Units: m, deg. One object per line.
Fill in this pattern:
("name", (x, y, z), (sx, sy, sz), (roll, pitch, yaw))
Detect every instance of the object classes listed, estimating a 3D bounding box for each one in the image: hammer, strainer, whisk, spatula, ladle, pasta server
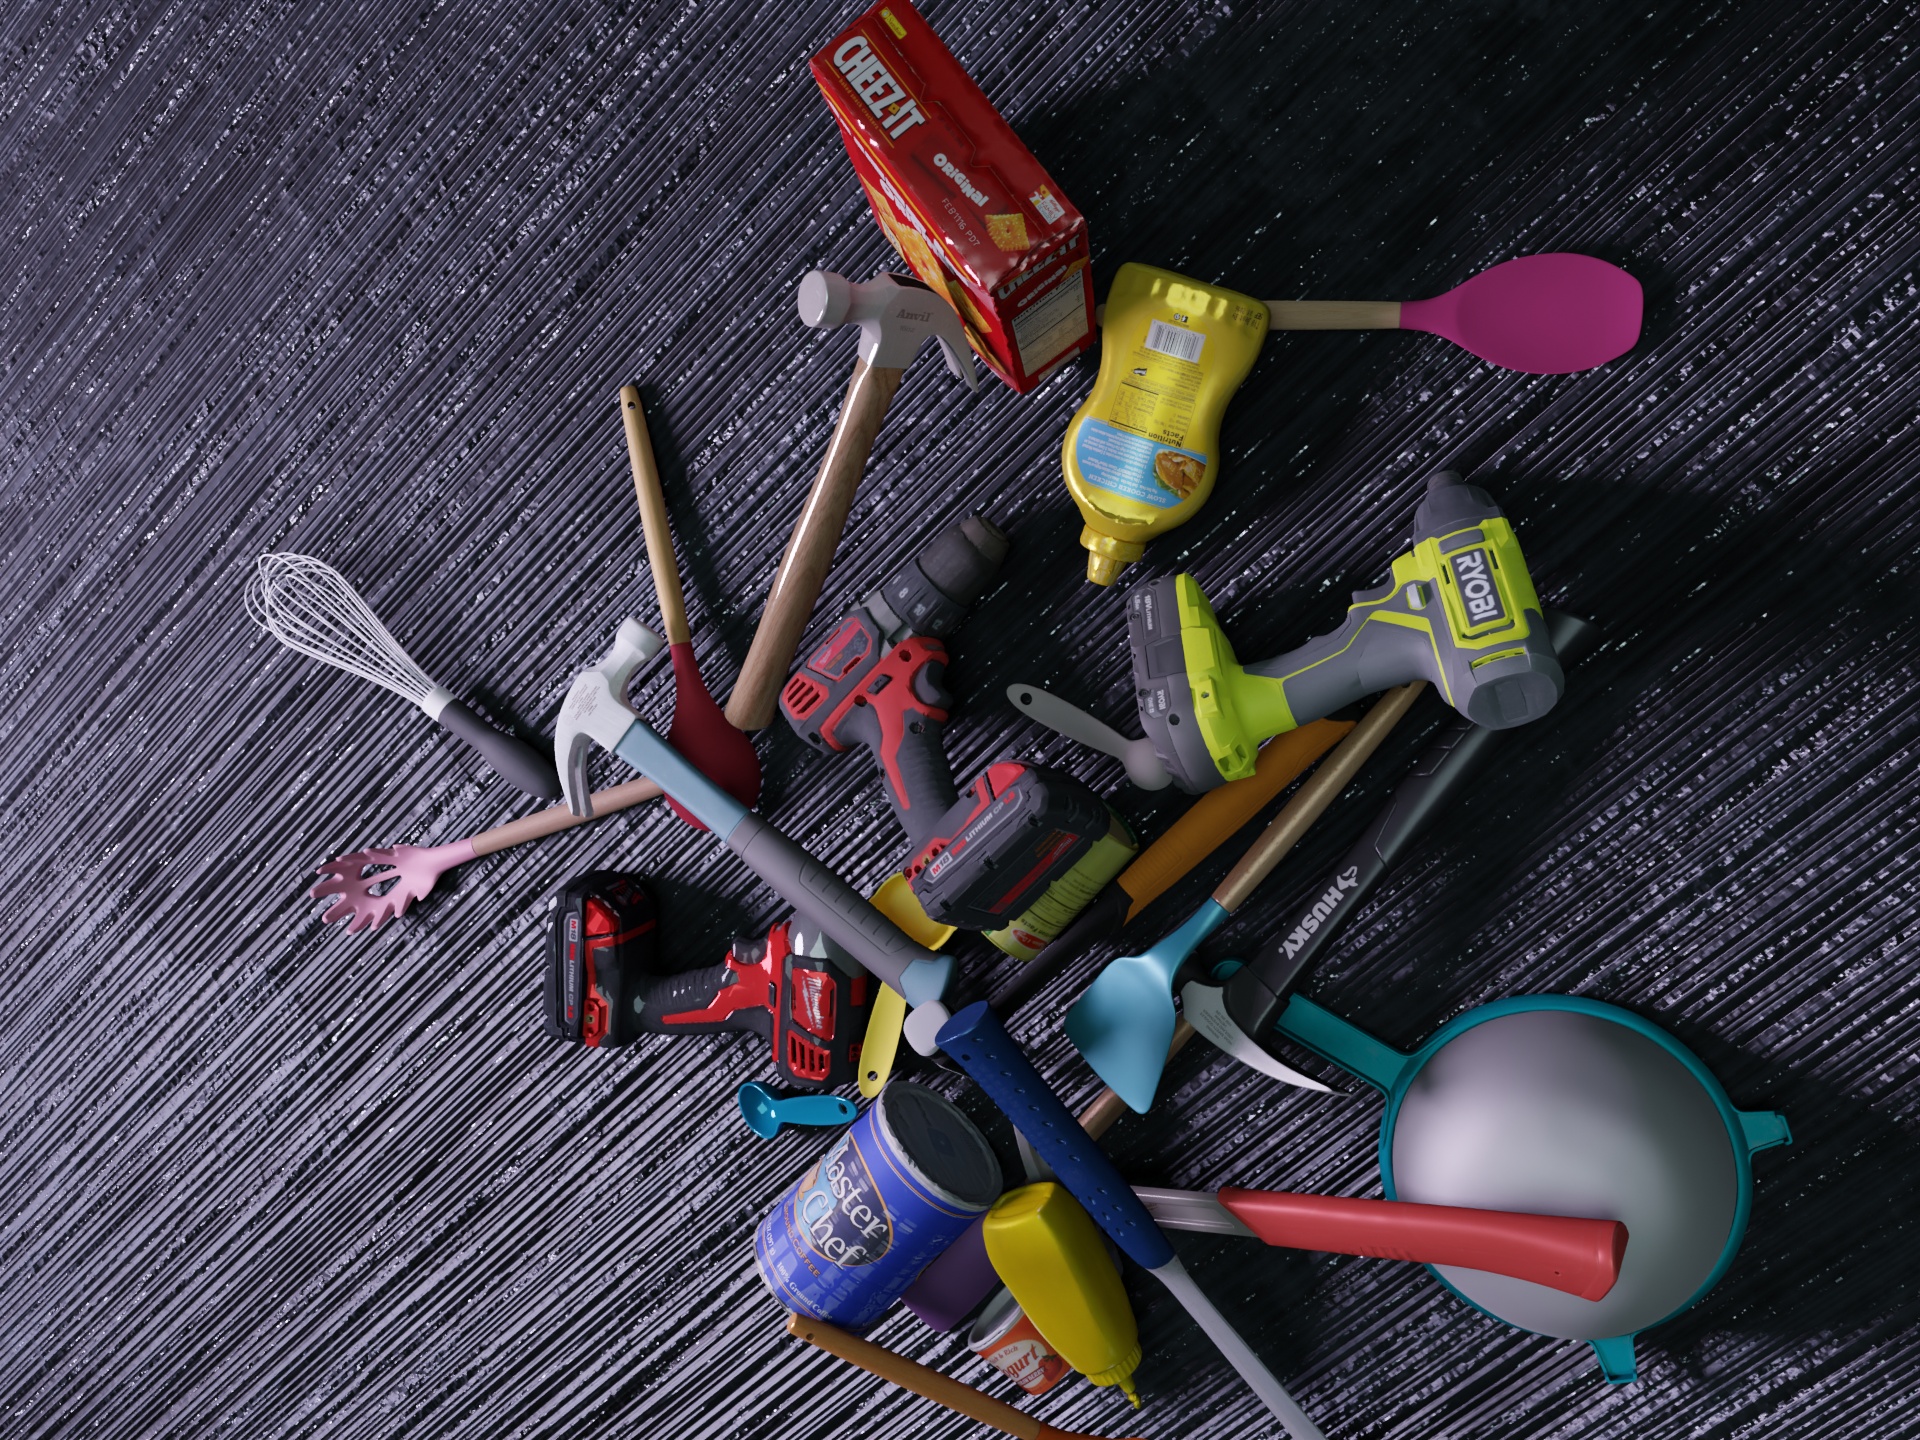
("hammer", (-0.085, -0.126, 1.003), (0.031, 0.130, 0.331), (52, 132, 35))
("strainer", (0.294, 0.242, 0.939), (0.340, 0.095, 0.211), (29, 103, 15))
("hammer", (0.130, 0.328, 0.952), (0.144, 0.035, 0.405), (-31, 102, 43))
("whisk", (-0.404, -0.030, 1.160), (0.284, 0.070, 0.070), (36, 104, 6))
("spatula", (0.178, 0.094, 0.963), (0.317, 0.044, 0.082), (-50, 52, 5))
("spatula", (0.063, 0.292, 1.058), (0.060, 0.018, 0.316), (41, 106, 5))
("hammer", (-0.133, 0.078, 1.042), (0.331, 0.033, 0.128), (38, 92, 13))
("hammer", (0.199, 0.286, 0.934), (0.359, 0.037, 0.149), (-7, 111, 36))
("spatula", (0.030, 0.461, 1.038), (0.322, 0.041, 0.081), (29, 104, -13))
("ladle", (-0.197, -0.078, 1.100), (0.069, 0.031, 0.315), (-12, 88, -10))
("hammer", (0.117, 0.103, 0.992), (0.337, 0.127, 0.034), (-43, 57, 6))
("hammer", (0.261, 0.071, 0.948), (0.335, 0.035, 0.146), (-52, 54, 9))
("pasta server", (-0.331, 0.086, 1.153), (0.316, 0.040, 0.060), (-18, 101, 17))

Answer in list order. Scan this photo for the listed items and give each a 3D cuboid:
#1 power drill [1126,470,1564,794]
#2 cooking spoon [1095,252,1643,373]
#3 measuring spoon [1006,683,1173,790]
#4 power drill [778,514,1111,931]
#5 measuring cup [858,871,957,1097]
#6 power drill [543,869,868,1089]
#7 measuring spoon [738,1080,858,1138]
("power drill", (0.217, -0.053, 0.926), (0.223, 0.080, 0.171), (-18, 49, 19))
("cooking spoon", (0.238, -0.244, 0.956), (0.319, 0.017, 0.068), (4, 98, 16))
("measuring spoon", (0.082, 0.008, 1.027), (0.124, 0.018, 0.034), (28, 103, 14))
("power drill", (-0.002, -0.003, 0.994), (0.188, 0.080, 0.227), (-45, 56, 15))
("measuring cup", (-0.043, 0.174, 1.065), (0.062, 0.029, 0.156), (14, 93, 0))
("power drill", (-0.169, 0.167, 1.092), (0.220, 0.078, 0.143), (5, 97, 14))
("measuring spoon", (-0.106, 0.262, 1.083), (0.128, 0.021, 0.042), (-15, 96, 45))
